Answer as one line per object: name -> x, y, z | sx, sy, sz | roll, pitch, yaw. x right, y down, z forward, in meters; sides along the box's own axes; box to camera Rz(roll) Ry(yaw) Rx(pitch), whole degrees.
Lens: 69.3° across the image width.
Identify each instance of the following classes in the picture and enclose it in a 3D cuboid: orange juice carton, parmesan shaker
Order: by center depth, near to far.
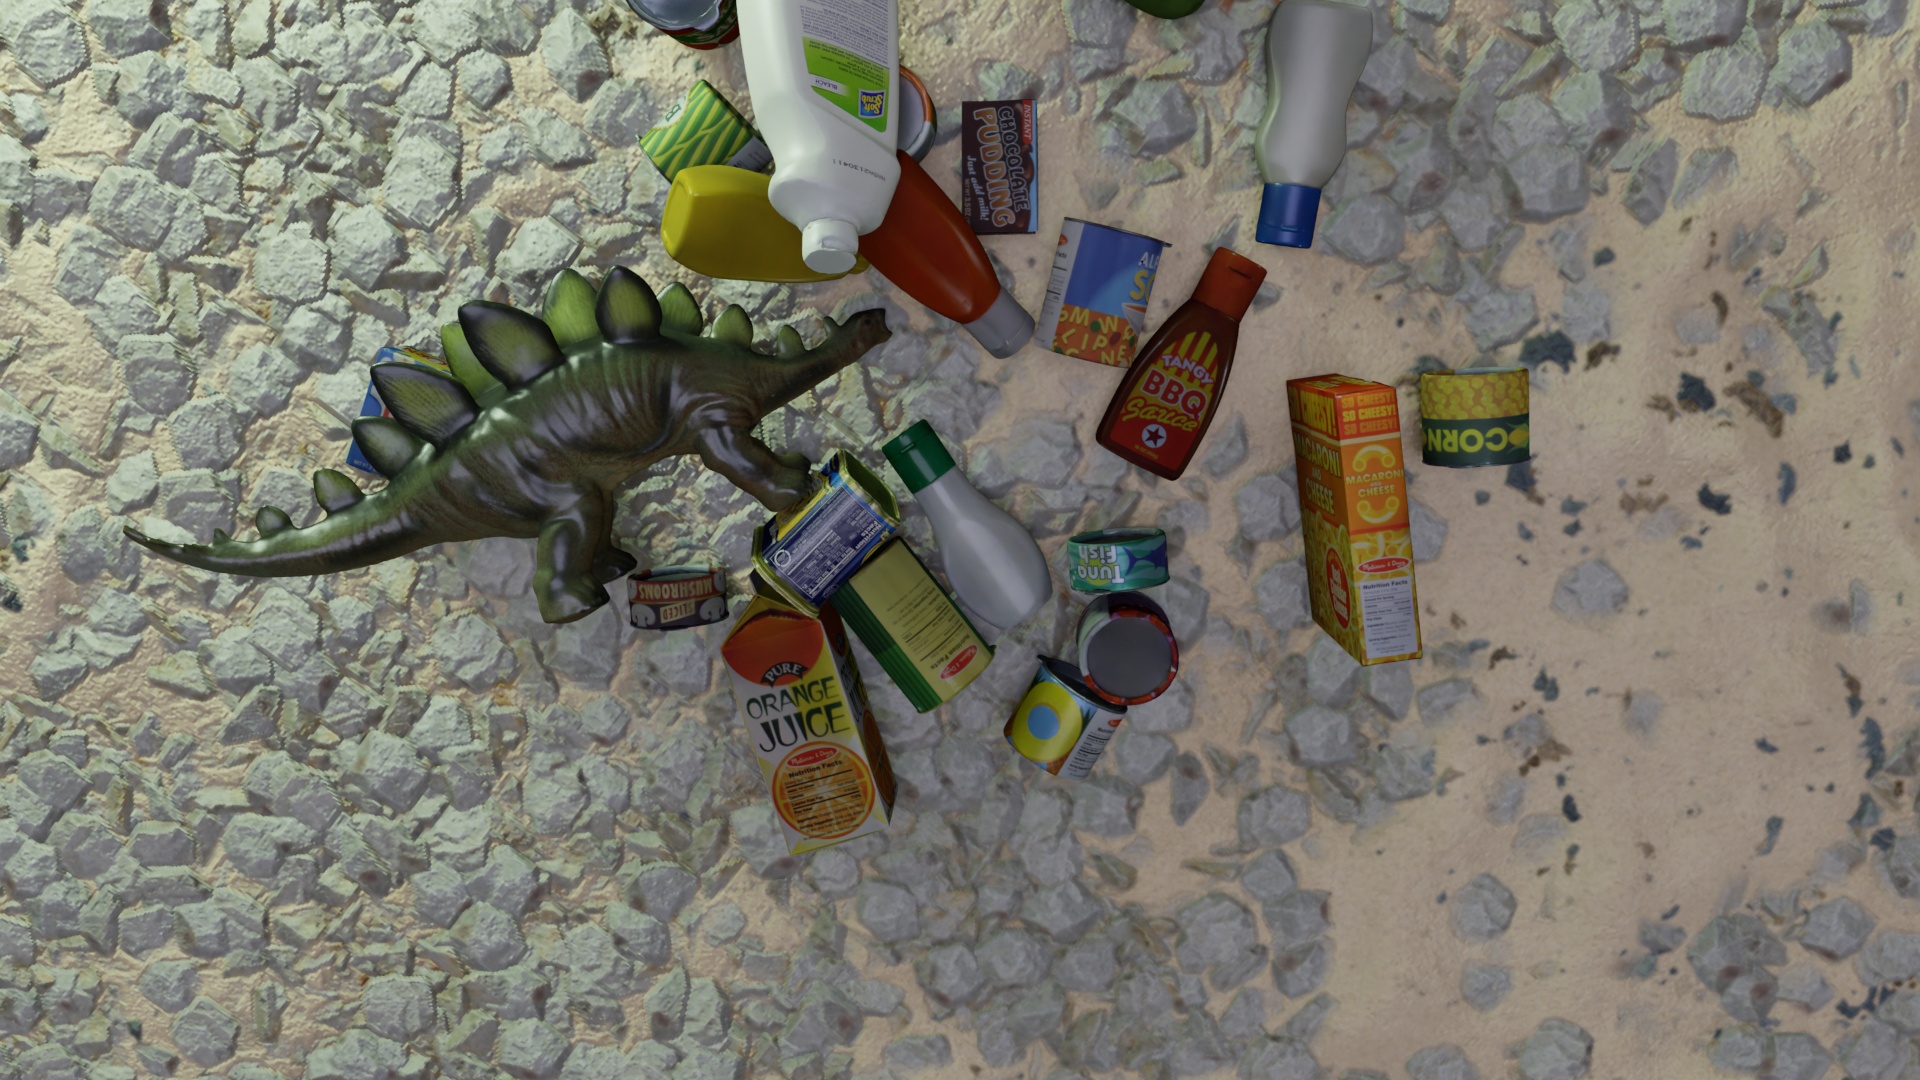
parmesan shaker -> -0.032, 0.054, 0.932 | 0.071, 0.071, 0.103 | -37, 96, 8
orange juice carton -> -0.107, 0.105, 0.939 | 0.073, 0.072, 0.192 | -17, 99, 5

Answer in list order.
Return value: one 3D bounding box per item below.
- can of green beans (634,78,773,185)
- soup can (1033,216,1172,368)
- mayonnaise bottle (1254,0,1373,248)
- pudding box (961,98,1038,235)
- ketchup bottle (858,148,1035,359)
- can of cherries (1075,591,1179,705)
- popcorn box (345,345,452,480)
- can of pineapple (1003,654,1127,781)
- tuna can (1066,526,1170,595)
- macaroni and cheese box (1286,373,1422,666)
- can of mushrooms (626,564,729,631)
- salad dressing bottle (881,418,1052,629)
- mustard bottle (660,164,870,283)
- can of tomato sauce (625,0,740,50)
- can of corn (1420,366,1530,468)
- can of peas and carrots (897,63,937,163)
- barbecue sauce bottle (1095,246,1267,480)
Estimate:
can of green beans -> -0.160, -0.248, 0.880 | 0.058, 0.071, 0.071 | -43, 96, 8
soup can -> 0.091, -0.157, 0.887 | 0.071, 0.071, 0.083 | 14, 101, 0
mayonnaise bottle -> 0.216, -0.261, 0.877 | 0.065, 0.041, 0.147 | 8, 102, 2
pudding box -> 0.025, -0.239, 0.893 | 0.050, 0.030, 0.083 | 0, 101, 1
ketchup bottle -> -0.012, -0.174, 0.873 | 0.064, 0.044, 0.148 | -26, 127, 32
can of cherries -> 0.114, 0.072, 0.931 | 0.071, 0.058, 0.071 | 0, 100, 3
popcorn box -> -0.335, -0.069, 0.934 | 0.127, 0.038, 0.085 | 21, 102, -2
can of pineapple -> 0.069, 0.120, 0.939 | 0.071, 0.071, 0.057 | 29, 101, -3
tuna can -> 0.102, 0.013, 0.915 | 0.071, 0.071, 0.032 | -6, 99, 4
macaroni and cheese box -> 0.247, -0.018, 0.877 | 0.040, 0.124, 0.166 | -8, 100, 1
can of mushrooms -> -0.189, 0.038, 0.931 | 0.071, 0.071, 0.033 | -2, 99, 3
salad dressing bottle -> 0.003, -0.012, 0.929 | 0.064, 0.044, 0.147 | -34, 96, 10
mustard bottle -> -0.106, -0.193, 0.877 | 0.160, 0.049, 0.065 | 3, 129, -34
can of tomato sauce -> -0.165, -0.341, 0.855 | 0.071, 0.083, 0.071 | 0, 101, 2
can of corn -> 0.329, -0.079, 0.889 | 0.071, 0.071, 0.058 | -4, 100, 3
can of peas and carrots -> -0.051, -0.268, 0.876 | 0.071, 0.059, 0.070 | 0, 100, 2
barbecue sauce bottle -> 0.148, -0.116, 0.904 | 0.065, 0.044, 0.148 | 27, 100, -3
